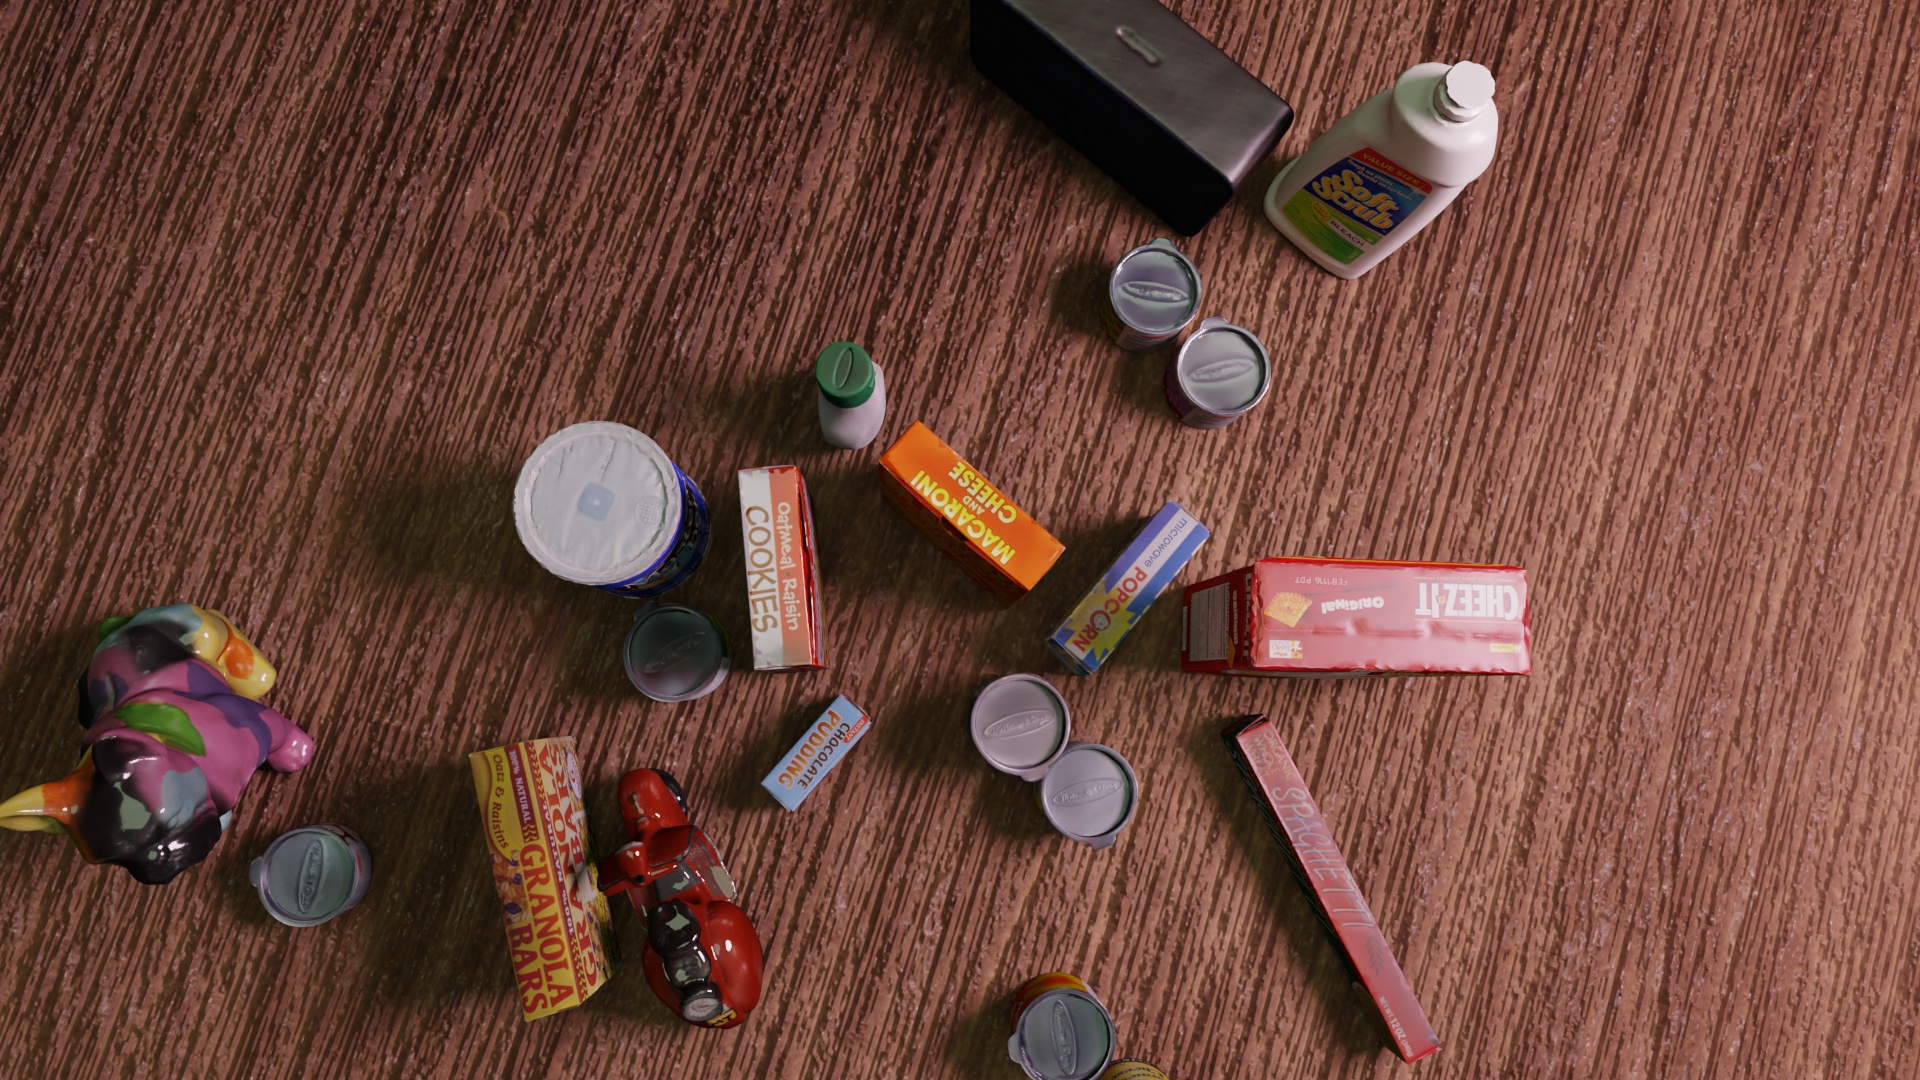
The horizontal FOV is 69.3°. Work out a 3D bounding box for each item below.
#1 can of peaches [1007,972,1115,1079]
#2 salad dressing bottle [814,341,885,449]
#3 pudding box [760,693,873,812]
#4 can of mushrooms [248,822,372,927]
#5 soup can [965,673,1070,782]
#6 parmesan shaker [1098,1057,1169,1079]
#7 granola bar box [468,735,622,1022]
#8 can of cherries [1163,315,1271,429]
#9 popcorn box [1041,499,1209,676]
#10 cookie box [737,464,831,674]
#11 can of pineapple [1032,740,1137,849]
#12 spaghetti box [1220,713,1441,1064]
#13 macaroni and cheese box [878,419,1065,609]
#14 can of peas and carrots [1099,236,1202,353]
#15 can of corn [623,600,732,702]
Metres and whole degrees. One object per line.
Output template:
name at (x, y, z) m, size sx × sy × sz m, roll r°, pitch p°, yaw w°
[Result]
can of peaches at (0.065, 0.330, 0.936) m, size 0.071 × 0.058 × 0.071 m, roll 0°, pitch 83°, yaw -2°
salad dressing bottle at (-0.075, -0.100, 0.937) m, size 0.044 × 0.147 × 0.064 m, roll 16°, pitch 83°, yaw 0°
pudding box at (-0.098, 0.146, 0.956) m, size 0.030 × 0.049 × 0.084 m, roll 42°, pitch 84°, yaw 3°
can of mushrooms at (-0.439, 0.225, 0.941) m, size 0.071 × 0.033 × 0.071 m, roll 0°, pitch 83°, yaw -2°
soup can at (0.038, 0.127, 0.947) m, size 0.071 × 0.083 × 0.071 m, roll 0°, pitch 84°, yaw -2°
parmesan shaker at (0.116, 0.385, 0.909) m, size 0.071 × 0.103 × 0.071 m, roll 0°, pitch 84°, yaw -2°
granola bar box at (-0.267, 0.212, 0.904) m, size 0.039 × 0.124 × 0.165 m, roll -14°, pitch 84°, yaw -4°
can of cherries at (0.182, -0.119, 0.995) m, size 0.071 × 0.058 × 0.071 m, roll 0°, pitch 83°, yaw -2°
popcorn box at (0.113, 0.034, 0.960) m, size 0.038 × 0.085 × 0.127 m, roll 41°, pitch 84°, yaw 3°
cookie box at (-0.112, 0.024, 0.911) m, size 0.040 × 0.167 × 0.123 m, roll -6°, pitch 84°, yaw -3°
can of pineapple at (0.085, 0.173, 0.956) m, size 0.071 × 0.058 × 0.071 m, roll 0°, pitch 83°, yaw -2°
spaghetti box at (0.253, 0.236, 0.959) m, size 0.029 × 0.050 × 0.250 m, roll -27°, pitch 85°, yaw -5°
macaroni and cheese box at (0.003, -0.012, 0.920) m, size 0.124 × 0.166 × 0.040 m, roll 41°, pitch 84°, yaw 3°
can of peas and carrots at (0.136, -0.175, 1.000) m, size 0.071 × 0.058 × 0.071 m, roll 0°, pitch 83°, yaw -2°
can of corn at (-0.195, 0.076, 0.956) m, size 0.071 × 0.058 × 0.071 m, roll 0°, pitch 83°, yaw -2°
